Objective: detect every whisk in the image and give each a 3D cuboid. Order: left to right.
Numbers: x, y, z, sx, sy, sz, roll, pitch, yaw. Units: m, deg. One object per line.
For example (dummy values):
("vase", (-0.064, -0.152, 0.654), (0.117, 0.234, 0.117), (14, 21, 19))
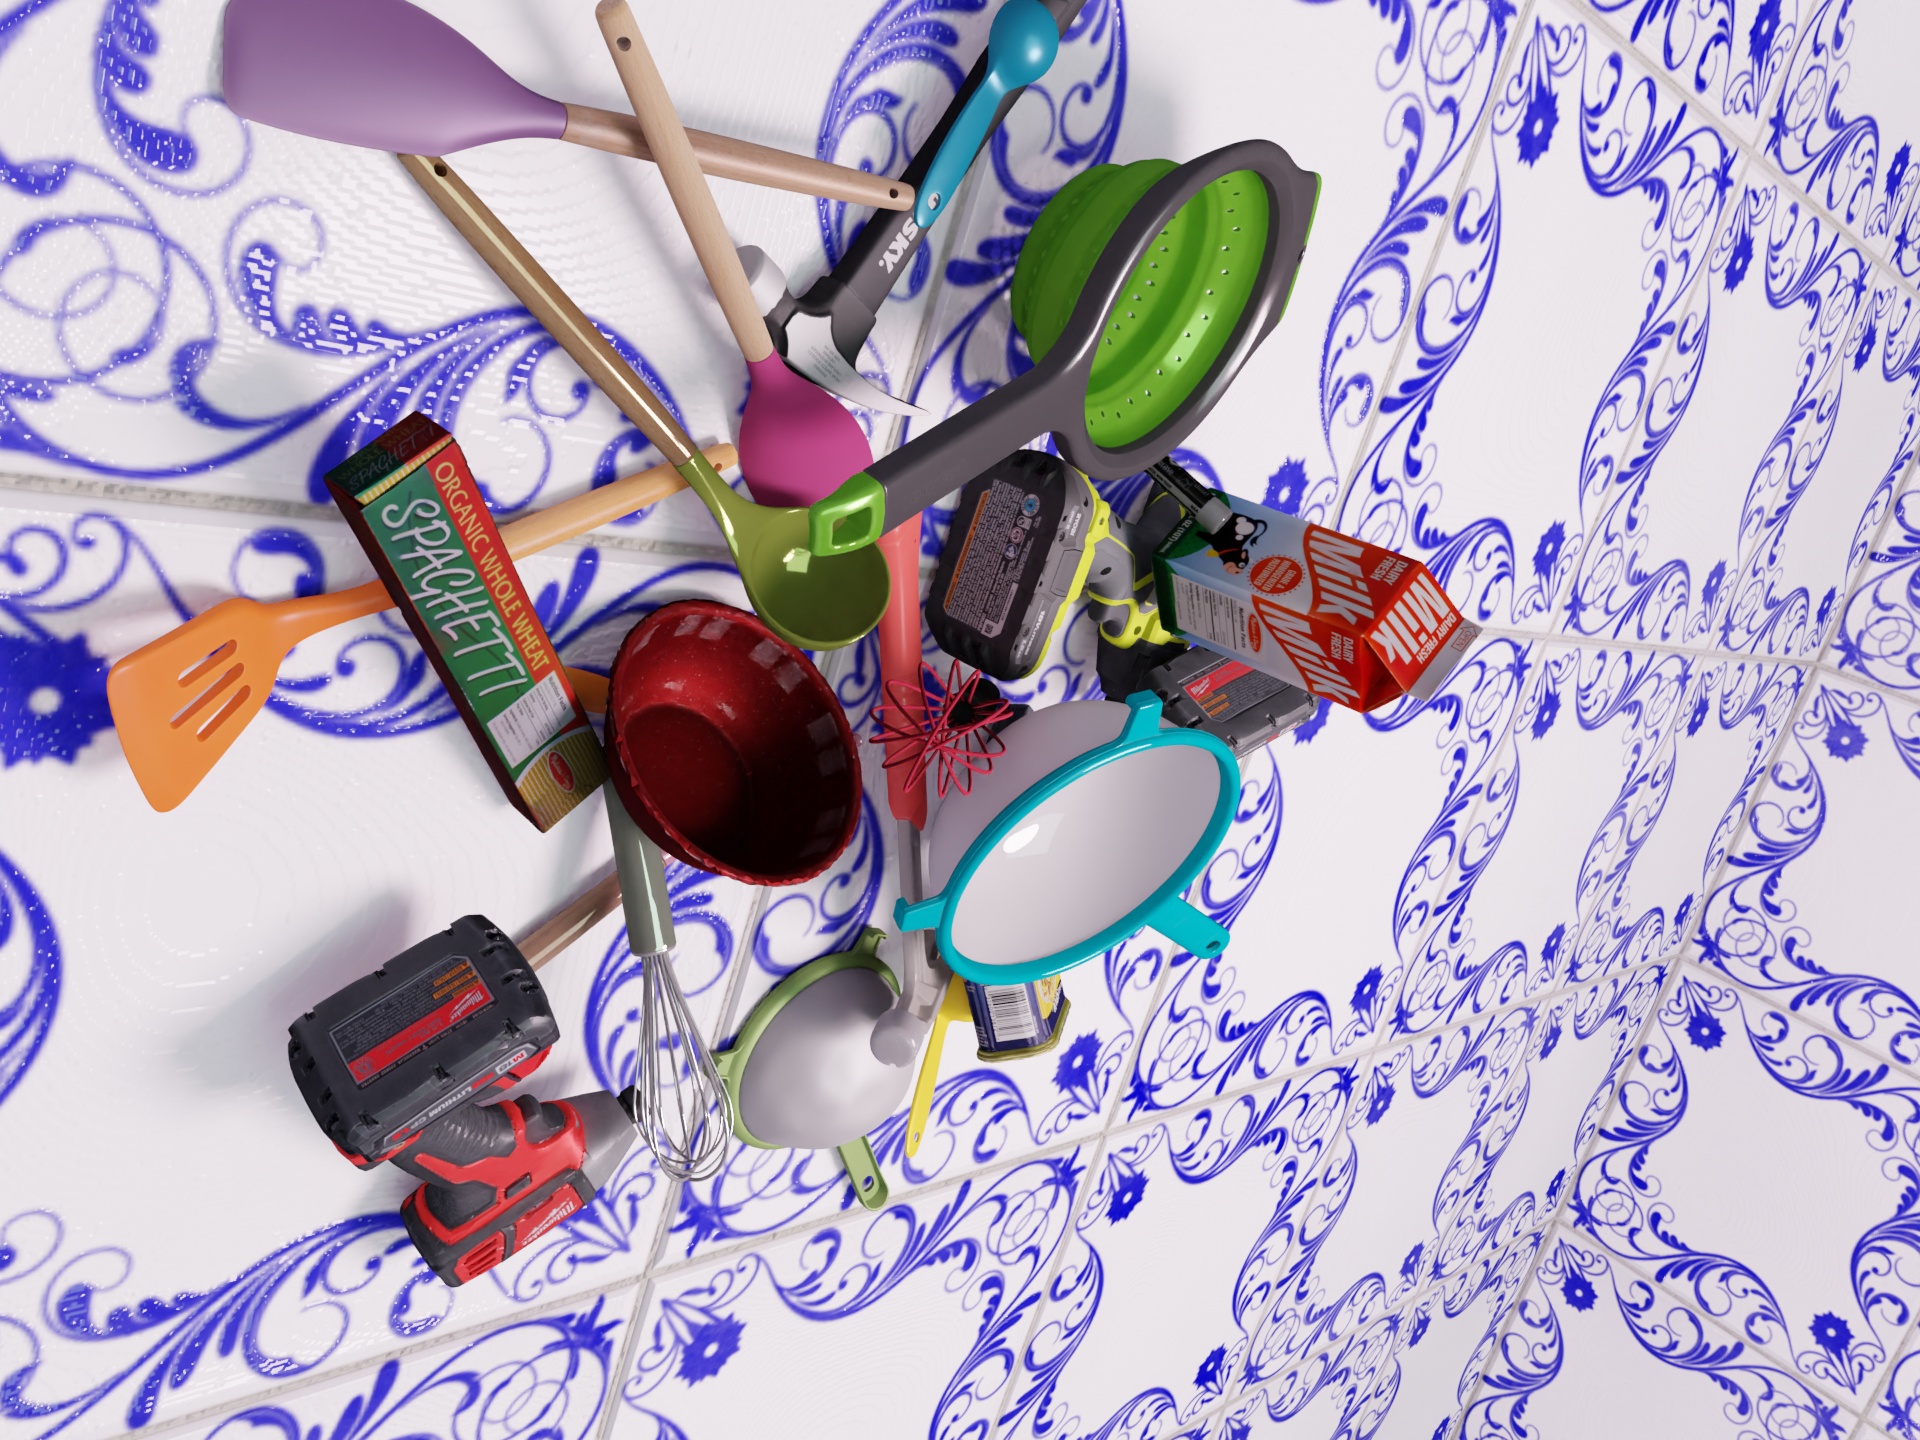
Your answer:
("whisk", (-0.164, 0.130, 0.855), (0.058, 0.059, 0.246), (-17, 100, -61))
("whisk", (-0.001, -0.003, 0.888), (0.073, 0.073, 0.296), (-65, 177, 6))

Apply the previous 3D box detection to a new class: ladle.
("ladle", (-0.137, -0.143, 0.744), (0.319, 0.062, 0.078), (49, 54, -42))

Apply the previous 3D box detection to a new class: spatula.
("spatula", (-0.228, -0.065, 0.727), (0.322, 0.041, 0.081), (-30, 143, -33))
("spatula", (-0.149, -0.255, 0.685), (0.315, 0.018, 0.059), (-1, 104, -39))

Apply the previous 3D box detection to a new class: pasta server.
("pasta server", (-0.186, 0.092, 0.876), (0.316, 0.040, 0.060), (-39, 109, -22))

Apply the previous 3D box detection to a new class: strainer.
("strainer", (-0.070, 0.274, 1.091), (0.151, 0.069, 0.256), (-37, 135, -26))
("strainer", (0.088, 0.080, 1.020), (0.211, 0.095, 0.340), (-42, 146, 8))

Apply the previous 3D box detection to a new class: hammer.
("hammer", (-0.031, 0.026, 0.977), (0.149, 0.037, 0.358), (-63, 154, -63))
("hammer", (0.010, -0.314, 0.834), (0.335, 0.035, 0.146), (-57, 141, -4))

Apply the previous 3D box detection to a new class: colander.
("colander", (0.040, -0.206, 0.860), (0.397, 0.095, 0.204), (-37, 152, -32))

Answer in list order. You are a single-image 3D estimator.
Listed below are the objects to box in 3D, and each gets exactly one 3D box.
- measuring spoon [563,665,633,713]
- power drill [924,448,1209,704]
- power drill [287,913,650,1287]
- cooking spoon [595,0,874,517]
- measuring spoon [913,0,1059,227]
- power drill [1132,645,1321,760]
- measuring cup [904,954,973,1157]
("measuring spoon", (-0.208, -0.018, 0.801), (0.116, 0.011, 0.021), (17, 100, -51))
("power drill", (0.084, -0.083, 1.030), (0.223, 0.080, 0.171), (4, 109, -52))
("power drill", (-0.244, 0.204, 0.830), (0.143, 0.079, 0.219), (-32, 146, -19))
("cooking spoon", (-0.104, -0.193, 0.753), (0.069, 0.017, 0.318), (-18, 143, 3))
("measuring spoon", (0.015, -0.303, 0.799), (0.042, 0.021, 0.128), (30, 89, -50))
("power drill", (0.140, 0.049, 1.131), (0.188, 0.080, 0.226), (-26, 155, -30))
("measuring cup", (-0.007, 0.232, 1.119), (0.062, 0.029, 0.157), (45, 54, -50))
